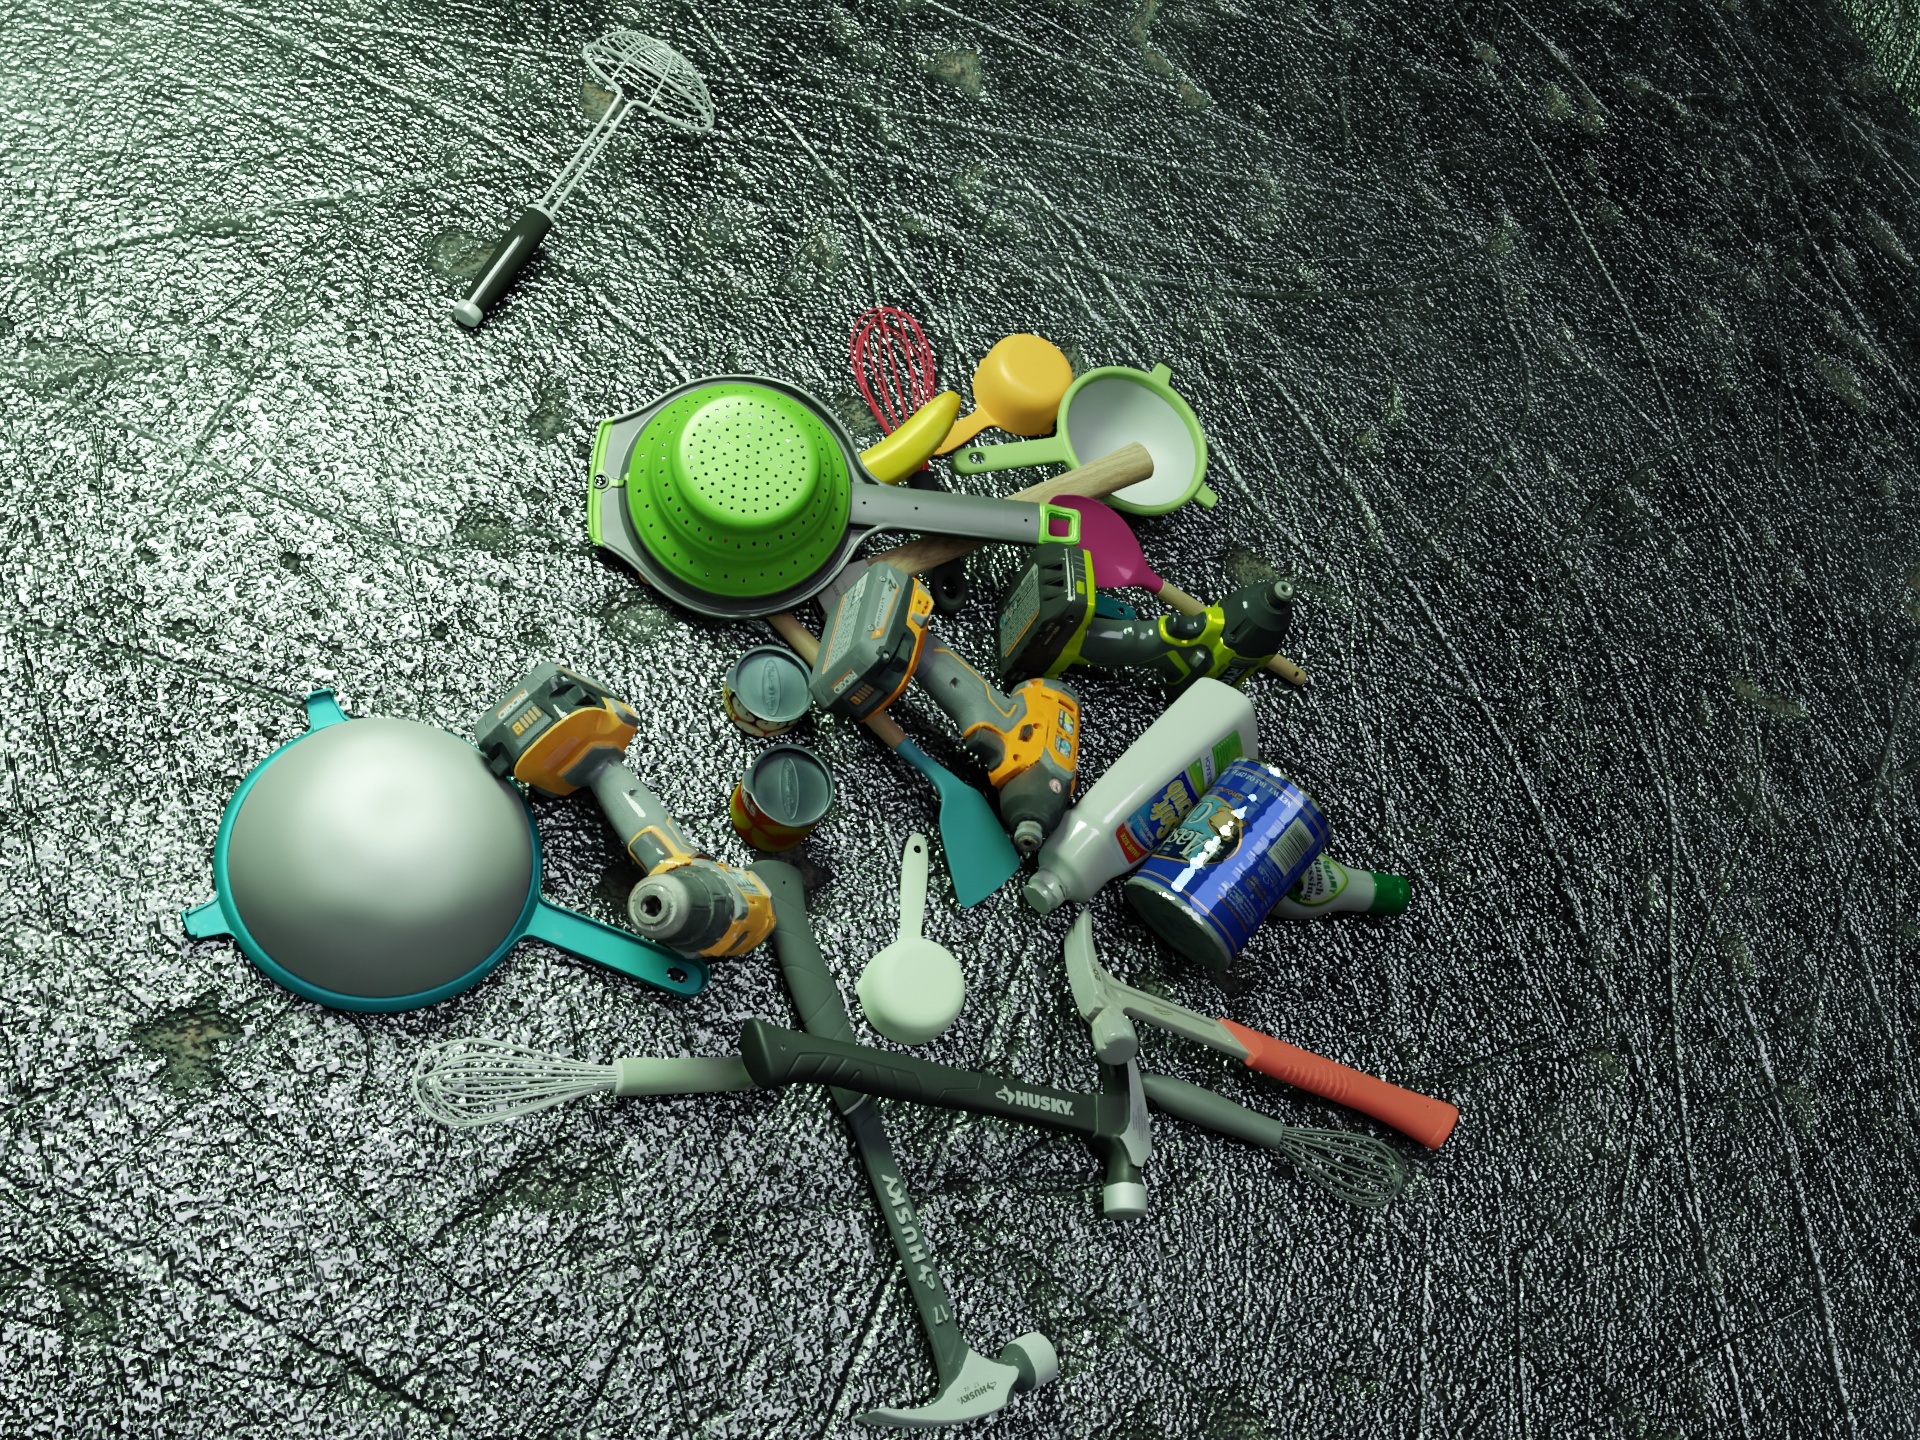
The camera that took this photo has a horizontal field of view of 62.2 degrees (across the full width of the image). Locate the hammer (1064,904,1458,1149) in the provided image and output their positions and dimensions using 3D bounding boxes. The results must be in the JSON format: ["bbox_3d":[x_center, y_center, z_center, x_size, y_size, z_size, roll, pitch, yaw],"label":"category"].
[{"bbox_3d":[0.243,0.259,1.257,0.358,0.036,0.149,24,26,-20],"label":"hammer"}]

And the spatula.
[{"bbox_3d":[-0.070,0.008,1.263,0.317,0.044,0.082,46,42,10],"label":"spatula"}]

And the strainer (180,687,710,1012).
[{"bbox_3d":[-0.319,0.104,1.059,0.340,0.095,0.211,24,57,-11],"label":"strainer"}]

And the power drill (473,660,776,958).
[{"bbox_3d":[-0.226,0.067,1.067,0.084,0.185,0.226,-42,79,2],"label":"power drill"}]

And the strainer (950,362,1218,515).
[{"bbox_3d":[0.100,-0.235,1.443,0.256,0.069,0.151,-11,75,-24],"label":"strainer"}]

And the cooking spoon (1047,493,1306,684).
[{"bbox_3d":[0.192,-0.105,1.400,0.318,0.017,0.069,29,85,-27],"label":"cooking spoon"}]

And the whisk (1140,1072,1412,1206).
[{"bbox_3d":[0.243,0.323,1.240,0.239,0.055,0.055,23,58,-7],"label":"whisk"}]

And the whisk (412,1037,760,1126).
[{"bbox_3d":[-0.237,0.237,1.060,0.246,0.057,0.059,4,55,-28],"label":"whisk"}]

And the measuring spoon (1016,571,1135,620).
[{"bbox_3d":[0.099,-0.104,1.408,0.128,0.021,0.042,13,59,-29],"label":"measuring spoon"}]

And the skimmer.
[{"bbox_3d":[-0.334,-0.465,1.381,0.127,0.090,0.363,32,66,-11],"label":"skimmer"}]

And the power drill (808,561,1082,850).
[{"bbox_3d":[-0.002,-0.004,1.227,0.226,0.084,0.164,34,39,-21],"label":"power drill"}]

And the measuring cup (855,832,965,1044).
[{"bbox_3d":[-0.031,0.158,1.197,0.083,0.038,0.168,12,62,-19],"label":"measuring cup"}]

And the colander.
[{"bbox_3d":[-0.088,-0.181,1.244,0.397,0.094,0.204,5,78,-11],"label":"colander"}]

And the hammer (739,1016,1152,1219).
[{"bbox_3d":[-0.003,0.256,1.127,0.334,0.035,0.146,19,55,-28],"label":"hammer"}]

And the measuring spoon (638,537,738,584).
[{"bbox_3d":[-0.212,-0.135,1.283,0.117,0.011,0.021,-31,81,-37],"label":"measuring spoon"}]

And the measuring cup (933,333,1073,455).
[{"bbox_3d":[0.034,-0.292,1.447,0.095,0.052,0.173,48,54,4],"label":"measuring cup"}]

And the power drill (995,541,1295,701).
[{"bbox_3d":[0.156,-0.079,1.327,0.223,0.171,0.080,7,61,-18],"label":"power drill"}]

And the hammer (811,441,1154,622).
[{"bbox_3d":[0.022,-0.166,1.343,0.331,0.031,0.130,-26,87,-21],"label":"hammer"}]

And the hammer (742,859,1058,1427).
[{"bbox_3d":[-0.070,0.284,1.109,0.149,0.036,0.409,-8,66,-40],"label":"hammer"}]

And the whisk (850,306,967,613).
[{"bbox_3d":[-0.038,-0.230,1.383,0.073,0.073,0.296,-6,74,-27],"label":"whisk"}]
